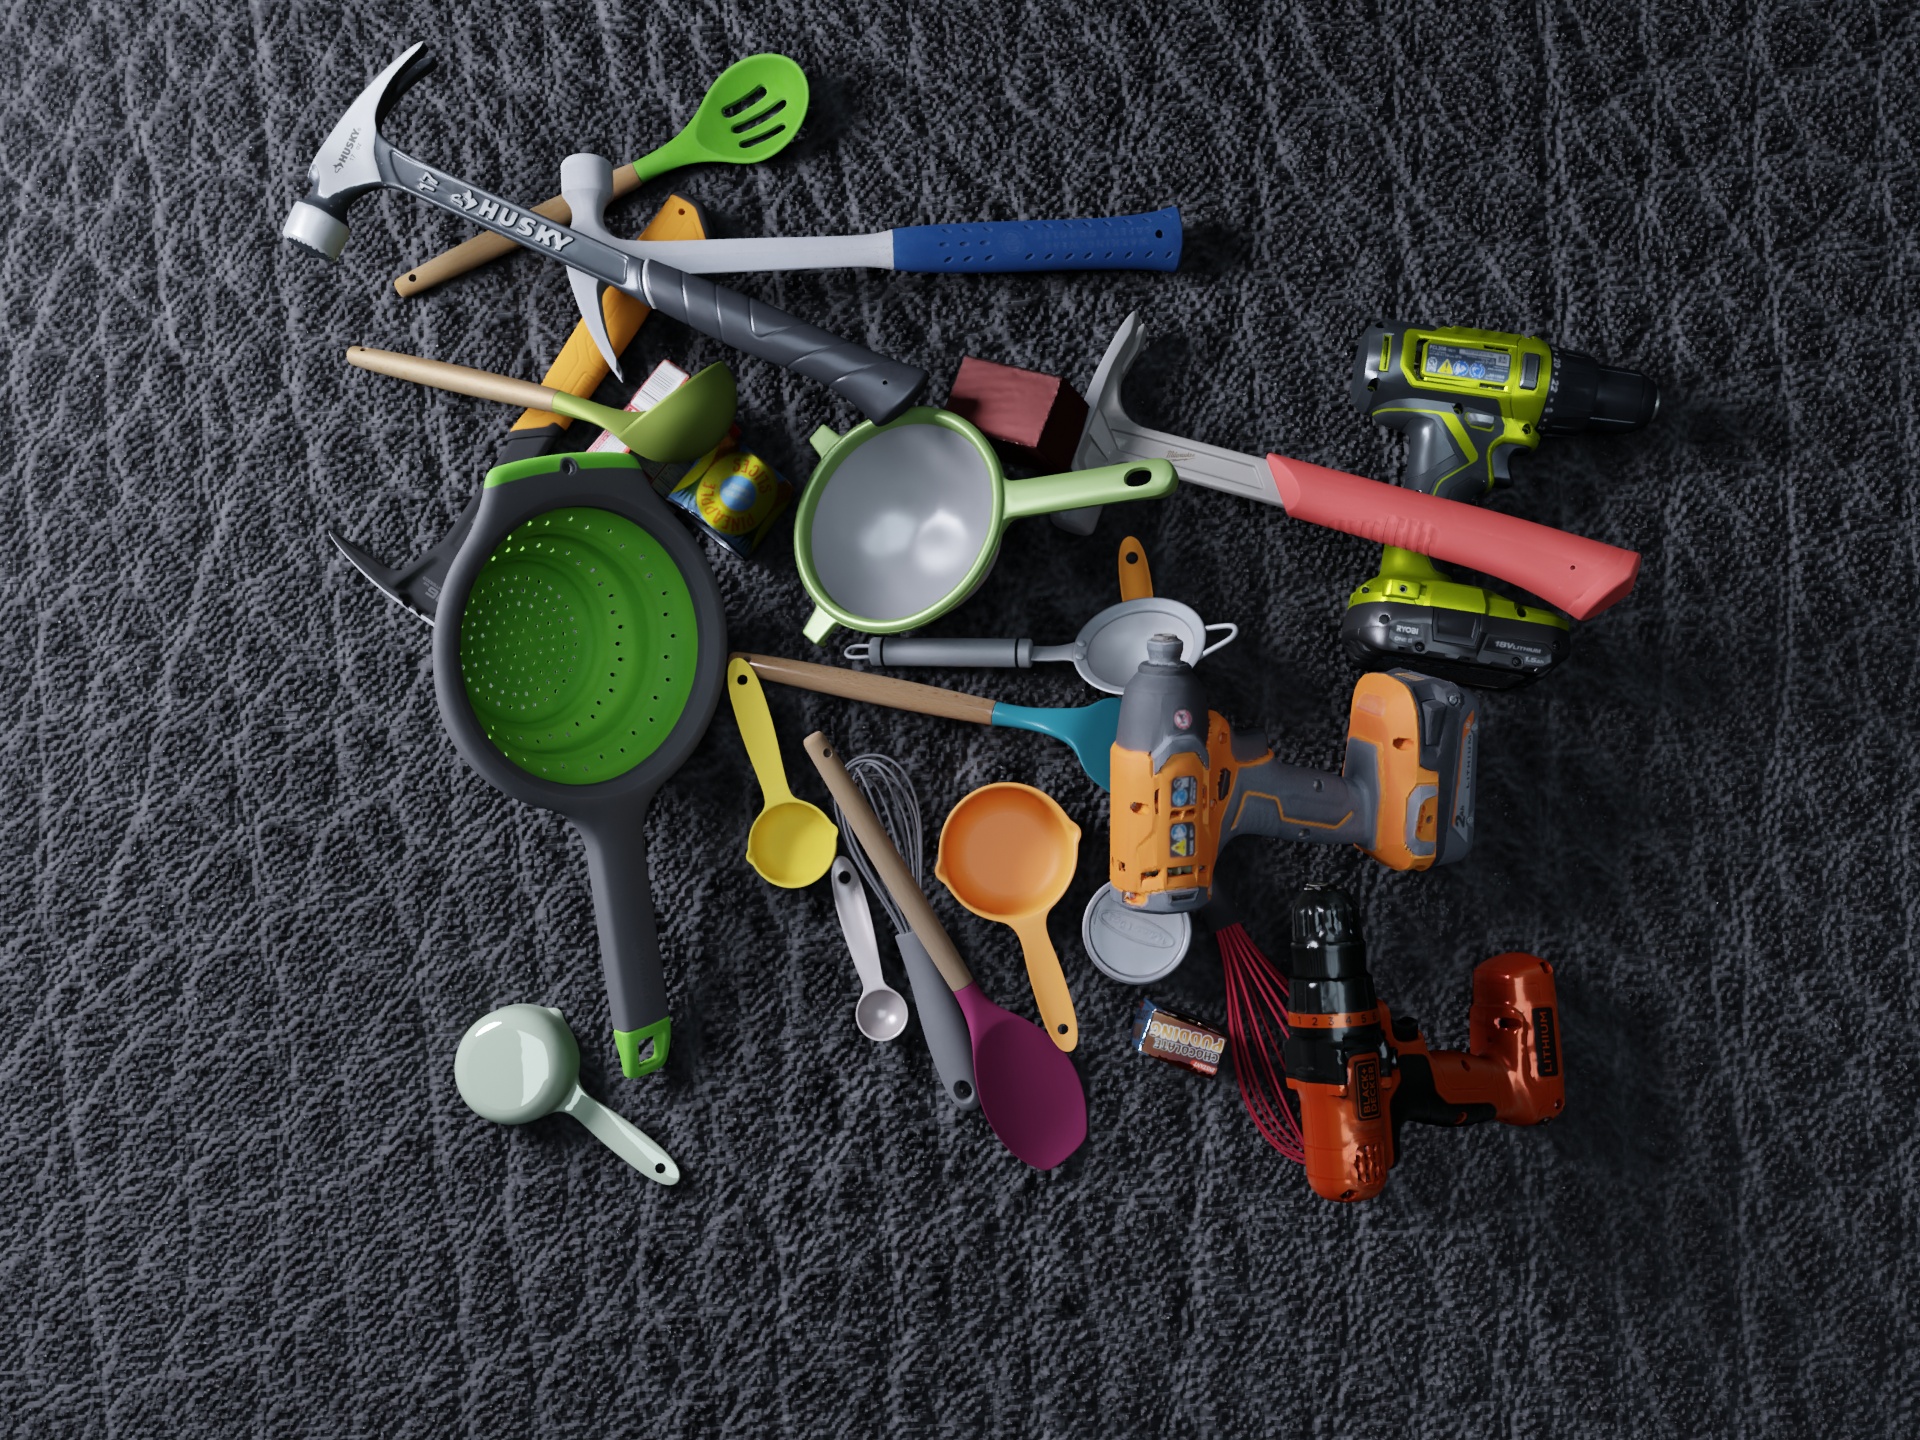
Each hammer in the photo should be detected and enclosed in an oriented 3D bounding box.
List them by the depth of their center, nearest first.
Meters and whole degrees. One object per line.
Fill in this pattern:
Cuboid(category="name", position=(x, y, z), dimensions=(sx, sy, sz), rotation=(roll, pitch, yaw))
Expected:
Cuboid(category="hammer", position=(0.236, -0.146, 0.986), dimensions=(0.359, 0.036, 0.149), rotation=(20, 87, 25))
Cuboid(category="hammer", position=(-0.211, -0.288, 1.003), dimensions=(0.409, 0.036, 0.149), rotation=(24, 87, 1))
Cuboid(category="hammer", position=(-0.056, -0.305, 1.052), dimensions=(0.405, 0.035, 0.144), rotation=(-3, 87, -4))
Cuboid(category="hammer", position=(-0.278, -0.216, 1.069), dimensions=(0.127, 0.034, 0.337), rotation=(34, 86, 3))

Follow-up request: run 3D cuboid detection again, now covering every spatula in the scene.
Cuboid(category="spatula", position=(-0.002, -0.003, 1.031), dimensions=(0.317, 0.044, 0.082), rotation=(12, 67, 14))

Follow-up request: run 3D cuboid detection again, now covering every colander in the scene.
Cuboid(category="colander", position=(-0.247, 0.032, 1.015), dimensions=(0.094, 0.204, 0.397), rotation=(5, 105, 45))

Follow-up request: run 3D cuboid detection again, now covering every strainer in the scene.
Cuboid(category="strainer", position=(0.020, -0.127, 1.009), dimensions=(0.256, 0.069, 0.151), rotation=(-6, 74, 23))
Cuboid(category="strainer", position=(0.050, -0.043, 1.034), dimensions=(0.258, 0.050, 0.087), rotation=(1, 48, 11))

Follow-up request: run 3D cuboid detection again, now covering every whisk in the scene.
Cuboid(category="whisk", position=(0.177, 0.149, 1.011), dimensions=(0.073, 0.073, 0.296), rotation=(-23, 79, -1))
Cuboid(category="whisk", position=(-0.028, 0.136, 1.025), dimensions=(0.055, 0.055, 0.239), rotation=(-18, 89, 0))

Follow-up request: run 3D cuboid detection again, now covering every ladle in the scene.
Cuboid(category="ladle", position=(-0.277, -0.218, 1.009), dimensions=(0.320, 0.062, 0.078), rotation=(17, 40, 26))

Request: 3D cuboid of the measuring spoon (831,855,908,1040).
Cuboid(category="measuring spoon", position=(-0.062, 0.148, 1.040), dimensions=(0.034, 0.018, 0.124), rotation=(-17, 77, 5))

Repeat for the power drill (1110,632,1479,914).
Cuboid(category="power drill", position=(0.197, 0.023, 0.964), dimensions=(0.226, 0.084, 0.164), rotation=(-5, 103, -18))

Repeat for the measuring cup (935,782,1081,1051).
Cuboid(category="measuring cup", position=(0.043, 0.125, 1.019), dimensions=(0.095, 0.052, 0.173), rotation=(-17, 86, 0))

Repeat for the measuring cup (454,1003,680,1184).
Cuboid(category="measuring cup", position=(-0.251, 0.248, 1.020), dimensions=(0.167, 0.038, 0.083), rotation=(35, 86, 7))

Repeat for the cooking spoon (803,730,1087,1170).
Cuboid(category="cooking spoon", position=(-0.011, 0.144, 0.998), dimensions=(0.069, 0.017, 0.319), rotation=(-34, 100, -23))

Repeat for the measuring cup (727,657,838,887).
Cuboid(category="measuring cup", position=(-0.123, 0.034, 1.045), dimensions=(0.062, 0.029, 0.156), rotation=(-18, 82, 0))

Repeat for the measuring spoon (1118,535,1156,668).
Cuboid(category="measuring spoon", position=(0.120, -0.065, 1.057), dimensions=(0.021, 0.011, 0.117), rotation=(-8, 81, 6))

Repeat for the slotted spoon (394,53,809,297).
Cuboid(category="slotted spoon", position=(-0.245, -0.364, 1.087), dimensions=(0.314, 0.031, 0.070), rotation=(-26, 84, 1))

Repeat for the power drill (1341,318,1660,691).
Cuboid(category="power drill", position=(0.342, -0.140, 1.025), dimensions=(0.190, 0.080, 0.228), rotation=(9, 82, 3))
